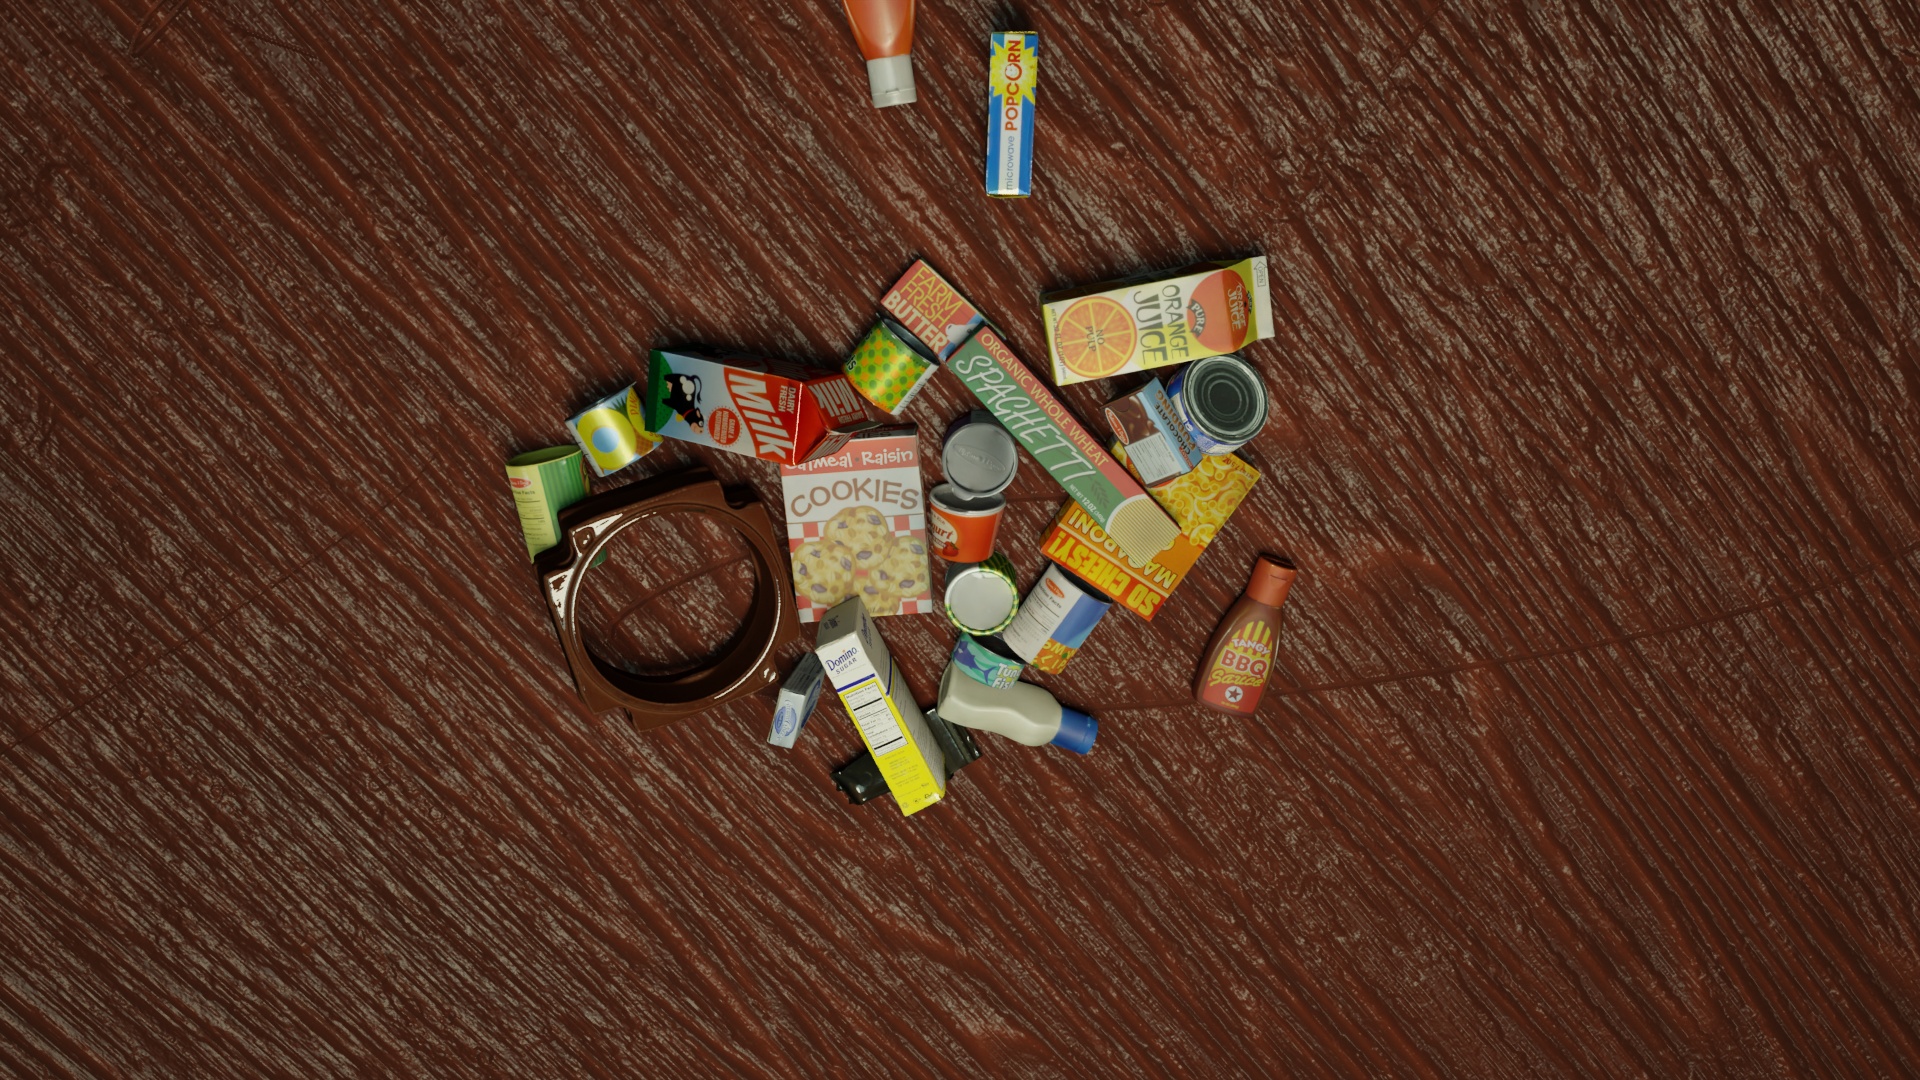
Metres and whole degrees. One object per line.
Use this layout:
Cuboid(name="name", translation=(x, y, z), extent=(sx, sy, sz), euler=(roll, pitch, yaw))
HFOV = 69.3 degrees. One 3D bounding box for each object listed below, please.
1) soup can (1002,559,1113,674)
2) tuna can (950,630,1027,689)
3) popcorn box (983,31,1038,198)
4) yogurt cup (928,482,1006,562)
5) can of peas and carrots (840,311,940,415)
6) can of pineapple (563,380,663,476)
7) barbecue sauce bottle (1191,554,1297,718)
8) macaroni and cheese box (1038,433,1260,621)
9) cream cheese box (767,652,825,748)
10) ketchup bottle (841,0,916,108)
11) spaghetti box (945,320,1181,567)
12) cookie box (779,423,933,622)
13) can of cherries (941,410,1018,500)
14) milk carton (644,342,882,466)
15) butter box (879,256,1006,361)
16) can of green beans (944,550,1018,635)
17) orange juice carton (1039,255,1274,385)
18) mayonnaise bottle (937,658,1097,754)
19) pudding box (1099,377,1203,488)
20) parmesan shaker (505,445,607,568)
Cuboid(name="soup can", translation=(0.089, 0.070, 1.257), extent=(0.071, 0.071, 0.083), euler=(32, 105, -9))
Cuboid(name="tuna can", translation=(0.028, 0.106, 1.263), extent=(0.071, 0.071, 0.032), euler=(24, 107, -7))
Cuboid(name="popcorn box", translation=(0.040, -0.344, 1.124), extent=(0.038, 0.085, 0.126), euler=(2, 107, 0))
Cuboid(name="yogurt cup", translation=(0.004, -0.015, 1.232), extent=(0.072, 0.073, 0.053), euler=(5, 115, -1))
Cuboid(name="can of peas and carrots", translation=(-0.062, -0.151, 1.190), extent=(0.071, 0.071, 0.058), euler=(38, 104, -10))
Cuboid(name="can of pineapple", translation=(-0.299, -0.096, 1.206), extent=(0.071, 0.071, 0.057), euler=(-27, 105, 8))
Cuboid(name="barbecue sauce bottle", translation=(0.265, 0.087, 1.272), extent=(0.065, 0.044, 0.148), euler=(17, 105, -4))
Cuboid(name="macaroni and cheese box", translation=(0.167, -0.029, 1.240), extent=(0.124, 0.040, 0.166), euler=(33, 103, -8))
Cuboid(name="cream cheese box", translation=(-0.146, 0.143, 1.257), extent=(0.024, 0.104, 0.053), euler=(16, 105, 2))
Cuboid(name="ketchup bottle", translation=(-0.064, -0.428, 1.121), extent=(0.065, 0.044, 0.148), euler=(-8, 106, 3))
Cuboid(name="spaghetti box", translation=(0.088, -0.082, 1.193), extent=(0.050, 0.029, 0.250), euler=(-43, 97, 11))
Cuboid(name="cookie box", translation=(-0.092, -0.015, 1.244), extent=(0.123, 0.040, 0.166), euler=(-4, 107, 1))
Cuboid(name="can of cherries", translation=(0.015, -0.075, 1.217), extent=(0.071, 0.058, 0.071), euler=(0, 107, -1))
Cuboid(name="milk carton", translation=(-0.164, -0.112, 1.163), extent=(0.191, 0.072, 0.073), euler=(14, 107, 20))
Cuboid(name="butter box", translation=(-0.015, -0.192, 1.200), extent=(0.103, 0.024, 0.053), euler=(41, 102, -11))
Cuboid(name="can of green beans", translation=(0.019, 0.046, 1.252), extent=(0.071, 0.058, 0.071), euler=(0, 107, 0))
Cuboid(name="orange juice carton", translation=(0.167, -0.188, 1.176), extent=(0.193, 0.073, 0.071), euler=(-11, 106, 3))
Cuboid(name="mayonnaise bottle", translation=(0.053, 0.158, 1.284), extent=(0.148, 0.065, 0.041), euler=(21, 127, -10))
Cuboid(name="pudding box", translation=(0.162, -0.091, 1.174), extent=(0.049, 0.030, 0.083), euler=(-23, 104, 44))
Cuboid(name="parmesan shaker", translation=(-0.357, -0.026, 1.228), extent=(0.071, 0.071, 0.102), euler=(-9, 107, 3))
